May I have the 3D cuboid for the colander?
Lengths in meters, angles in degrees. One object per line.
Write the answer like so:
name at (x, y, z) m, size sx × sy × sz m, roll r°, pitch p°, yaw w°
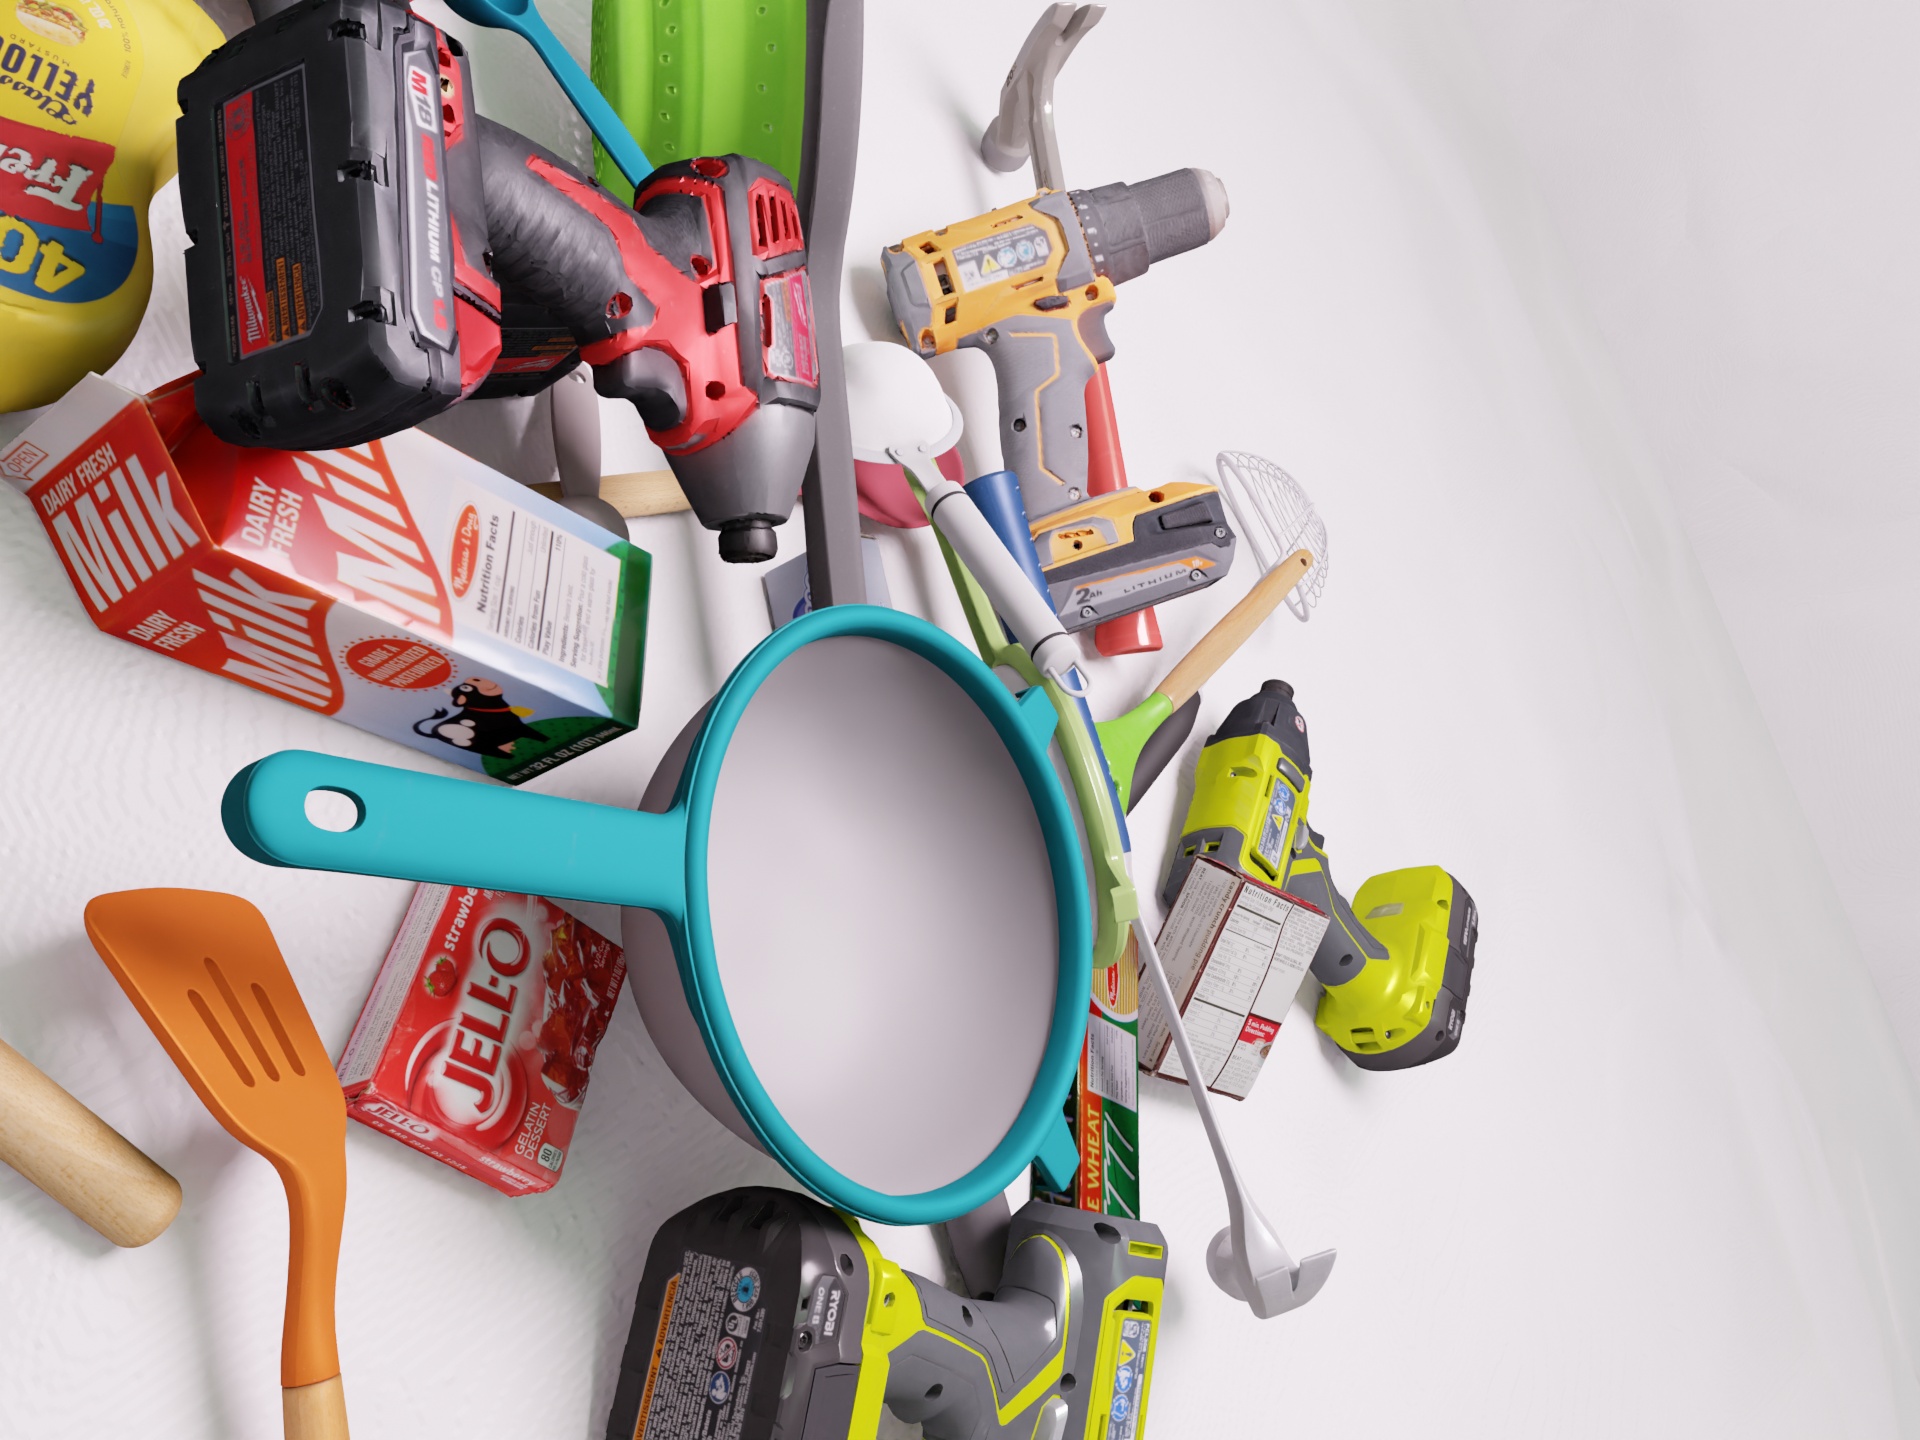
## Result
colander at (-0.100, -0.195, 0.662) m, size 0.094 × 0.204 × 0.397 m, roll -2°, pitch 76°, yaw -17°

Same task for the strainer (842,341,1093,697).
strainer at (-0.008, -0.104, 0.708) m, size 0.087 × 0.050 × 0.259 m, roll -14°, pitch 54°, yaw -28°

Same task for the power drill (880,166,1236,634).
power drill at (0.077, -0.172, 0.840) m, size 0.084 × 0.185 × 0.226 m, roll 76°, pitch -5°, yaw -89°

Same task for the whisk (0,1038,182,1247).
whisk at (-0.278, 0.044, 0.375) m, size 0.244 × 0.051 × 0.047 m, roll 53°, pitch 32°, yaw -25°

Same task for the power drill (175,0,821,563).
power drill at (-0.124, -0.127, 0.507) m, size 0.219 × 0.078 × 0.143 m, roll -1°, pitch 85°, yaw -59°

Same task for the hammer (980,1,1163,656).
hammer at (0.073, -0.215, 0.916) m, size 0.036 × 0.149 × 0.359 m, roll -7°, pitch 82°, yaw -17°

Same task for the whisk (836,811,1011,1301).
whisk at (-0.015, 0.143, 0.669) m, size 0.055 × 0.055 × 0.239 m, roll -17°, pitch 91°, yaw -55°

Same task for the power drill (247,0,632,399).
power drill at (-0.201, -0.240, 0.599) m, size 0.188 × 0.080 × 0.227 m, roll -22°, pitch 87°, yaw -55°

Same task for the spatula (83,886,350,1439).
spatula at (-0.179, 0.202, 0.425) m, size 0.081 × 0.041 × 0.323 m, roll 42°, pitch 39°, yaw -81°

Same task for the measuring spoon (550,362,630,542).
measuring spoon at (-0.146, -0.107, 0.620) m, size 0.034 × 0.018 × 0.124 m, roll 15°, pitch 43°, yaw -33°

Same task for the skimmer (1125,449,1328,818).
skimmer at (0.142, -0.048, 0.985) m, size 0.363 × 0.090 × 0.127 m, roll -50°, pitch 119°, yaw -40°

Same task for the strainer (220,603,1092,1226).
strainer at (-0.089, 0.058, 0.522) m, size 0.340 × 0.095 × 0.211 m, roll 16°, pitch 66°, yaw -48°

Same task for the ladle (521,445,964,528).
ladle at (-0.103, -0.102, 0.694) m, size 0.315 × 0.031 × 0.069 m, roll -18°, pitch 77°, yaw -53°

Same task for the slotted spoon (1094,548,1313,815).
slotted spoon at (0.124, -0.024, 0.886) m, size 0.070 × 0.031 × 0.314 m, roll 54°, pitch 50°, yaw -6°

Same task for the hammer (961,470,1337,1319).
hammer at (0.077, 0.072, 0.735) m, size 0.144 × 0.035 × 0.406 m, roll 97°, pitch -26°, yaw -77°

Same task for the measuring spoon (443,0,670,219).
measuring spoon at (-0.151, -0.233, 0.585) m, size 0.128 × 0.021 × 0.042 m, roll 52°, pitch 28°, yaw -28°

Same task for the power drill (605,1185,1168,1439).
power drill at (-0.014, 0.264, 0.566) m, size 0.228 × 0.080 × 0.191 m, roll 27°, pitch 67°, yaw -44°

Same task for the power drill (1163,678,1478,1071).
power drill at (0.221, 0.095, 0.962) m, size 0.223 × 0.080 × 0.171 m, roll 44°, pitch 51°, yaw -27°

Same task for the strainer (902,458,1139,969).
strainer at (-0.001, -0.002, 0.721) m, size 0.069 × 0.151 × 0.256 m, roll -17°, pitch 75°, yaw -12°
